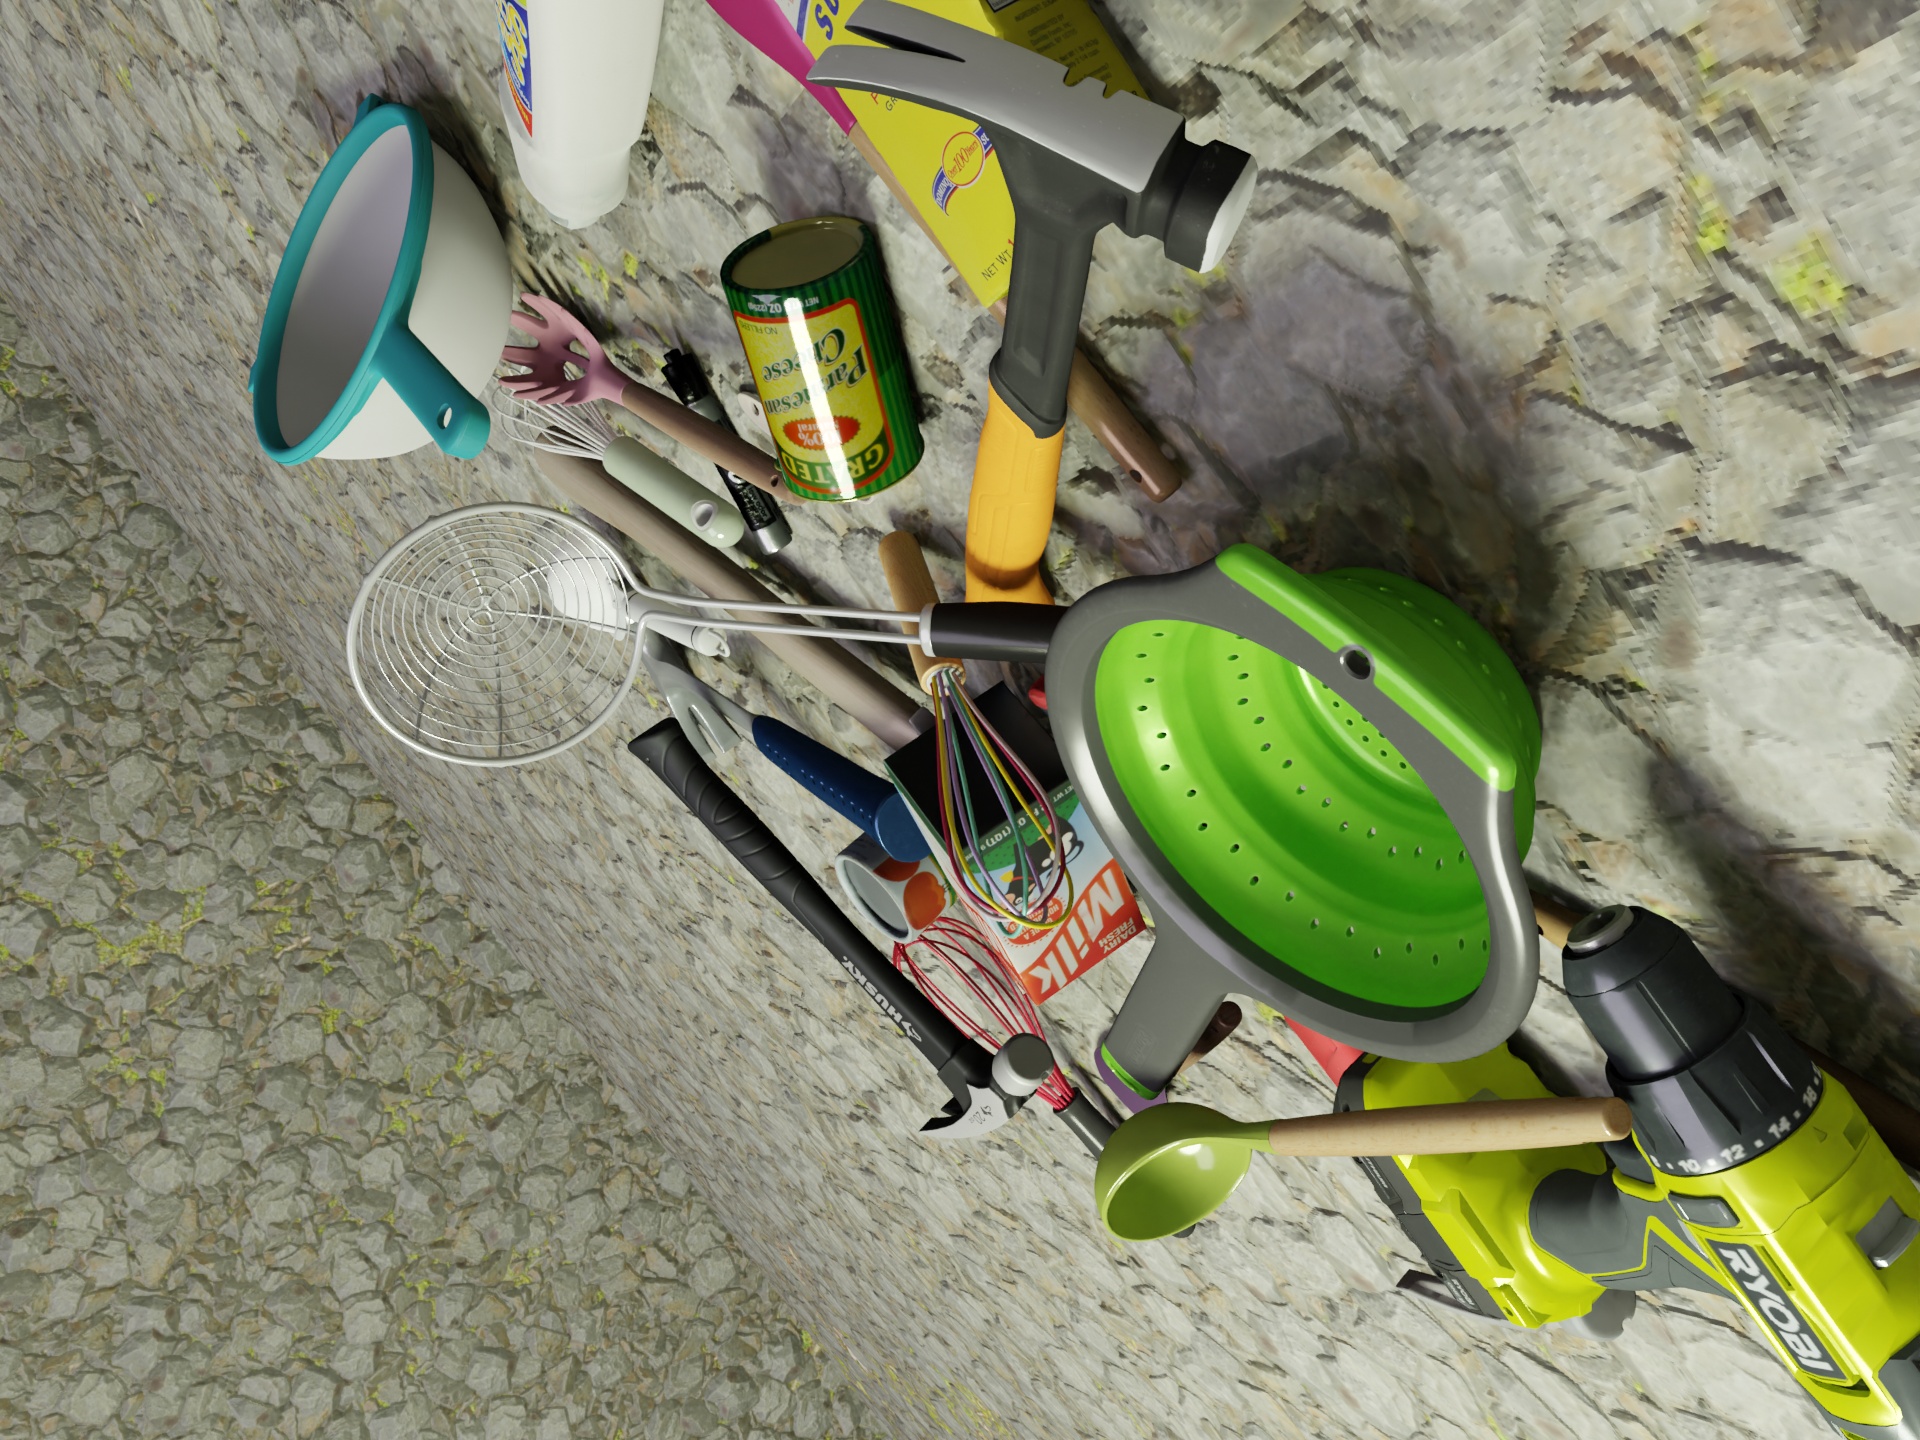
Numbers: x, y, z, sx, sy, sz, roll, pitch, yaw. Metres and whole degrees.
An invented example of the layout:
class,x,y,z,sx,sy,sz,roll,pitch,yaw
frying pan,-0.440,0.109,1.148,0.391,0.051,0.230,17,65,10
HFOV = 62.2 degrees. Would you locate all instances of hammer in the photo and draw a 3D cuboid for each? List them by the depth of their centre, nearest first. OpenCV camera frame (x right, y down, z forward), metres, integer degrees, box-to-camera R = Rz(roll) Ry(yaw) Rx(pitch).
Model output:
class,x,y,z,sx,sy,sz,roll,pitch,yaw
hammer,0.016,-0.112,0.585,0.127,0.034,0.336,27,161,8
hammer,0.155,0.132,0.757,0.386,0.038,0.143,52,156,-4
hammer,-0.125,-0.074,0.913,0.411,0.038,0.146,37,166,30
hammer,-0.120,0.010,0.974,0.406,0.035,0.144,27,148,58
hammer,-0.088,0.123,0.985,0.335,0.035,0.146,45,145,10

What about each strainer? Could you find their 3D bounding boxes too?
class,x,y,z,sx,sy,sz,roll,pitch,yaw
strainer,-0.287,-0.204,0.871,0.095,0.211,0.341,17,-162,-42
strainer,-0.207,-0.074,0.994,0.259,0.050,0.086,23,131,51

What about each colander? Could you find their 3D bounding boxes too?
class,x,y,z,sx,sy,sz,roll,pitch,yaw
colander,0.126,0.056,0.633,0.205,0.094,0.396,42,154,18

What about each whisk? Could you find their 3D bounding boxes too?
class,x,y,z,sx,sy,sz,roll,pitch,yaw
whisk,0.000,-0.002,0.712,0.051,0.047,0.245,89,166,-46
whisk,-0.203,-0.158,0.932,0.247,0.058,0.059,35,-174,36
whisk,0.056,0.235,1.042,0.295,0.073,0.073,48,155,-10

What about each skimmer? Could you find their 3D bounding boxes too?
class,x,y,z,sx,sy,sz,roll,pitch,yaw
skimmer,-0.079,-0.028,0.671,0.363,0.090,0.127,4,121,16

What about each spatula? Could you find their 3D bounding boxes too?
class,x,y,z,sx,sy,sz,roll,pitch,yaw
spatula,0.113,0.190,0.887,0.060,0.018,0.315,46,163,12

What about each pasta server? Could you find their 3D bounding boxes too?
class,x,y,z,sx,sy,sz,roll,pitch,yaw
pasta server,-0.167,-0.166,0.834,0.316,0.040,0.060,35,110,47

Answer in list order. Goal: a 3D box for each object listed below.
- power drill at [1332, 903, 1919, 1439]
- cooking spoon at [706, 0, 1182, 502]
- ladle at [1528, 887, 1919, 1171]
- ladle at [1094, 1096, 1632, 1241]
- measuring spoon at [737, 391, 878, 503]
class,x,y,z,sx,sy,sz,roll,pitch,yaw
power drill,0.236,0.157,0.582,0.190,0.080,0.228,54,160,0
cooking spoon,-0.021,-0.209,0.608,0.319,0.017,0.068,50,157,1
ladle,0.318,0.143,0.518,0.316,0.031,0.069,35,153,34
ladle,0.146,0.177,0.633,0.320,0.078,0.062,145,117,-62
measuring spoon,-0.074,-0.143,0.795,0.124,0.018,0.034,37,153,41
